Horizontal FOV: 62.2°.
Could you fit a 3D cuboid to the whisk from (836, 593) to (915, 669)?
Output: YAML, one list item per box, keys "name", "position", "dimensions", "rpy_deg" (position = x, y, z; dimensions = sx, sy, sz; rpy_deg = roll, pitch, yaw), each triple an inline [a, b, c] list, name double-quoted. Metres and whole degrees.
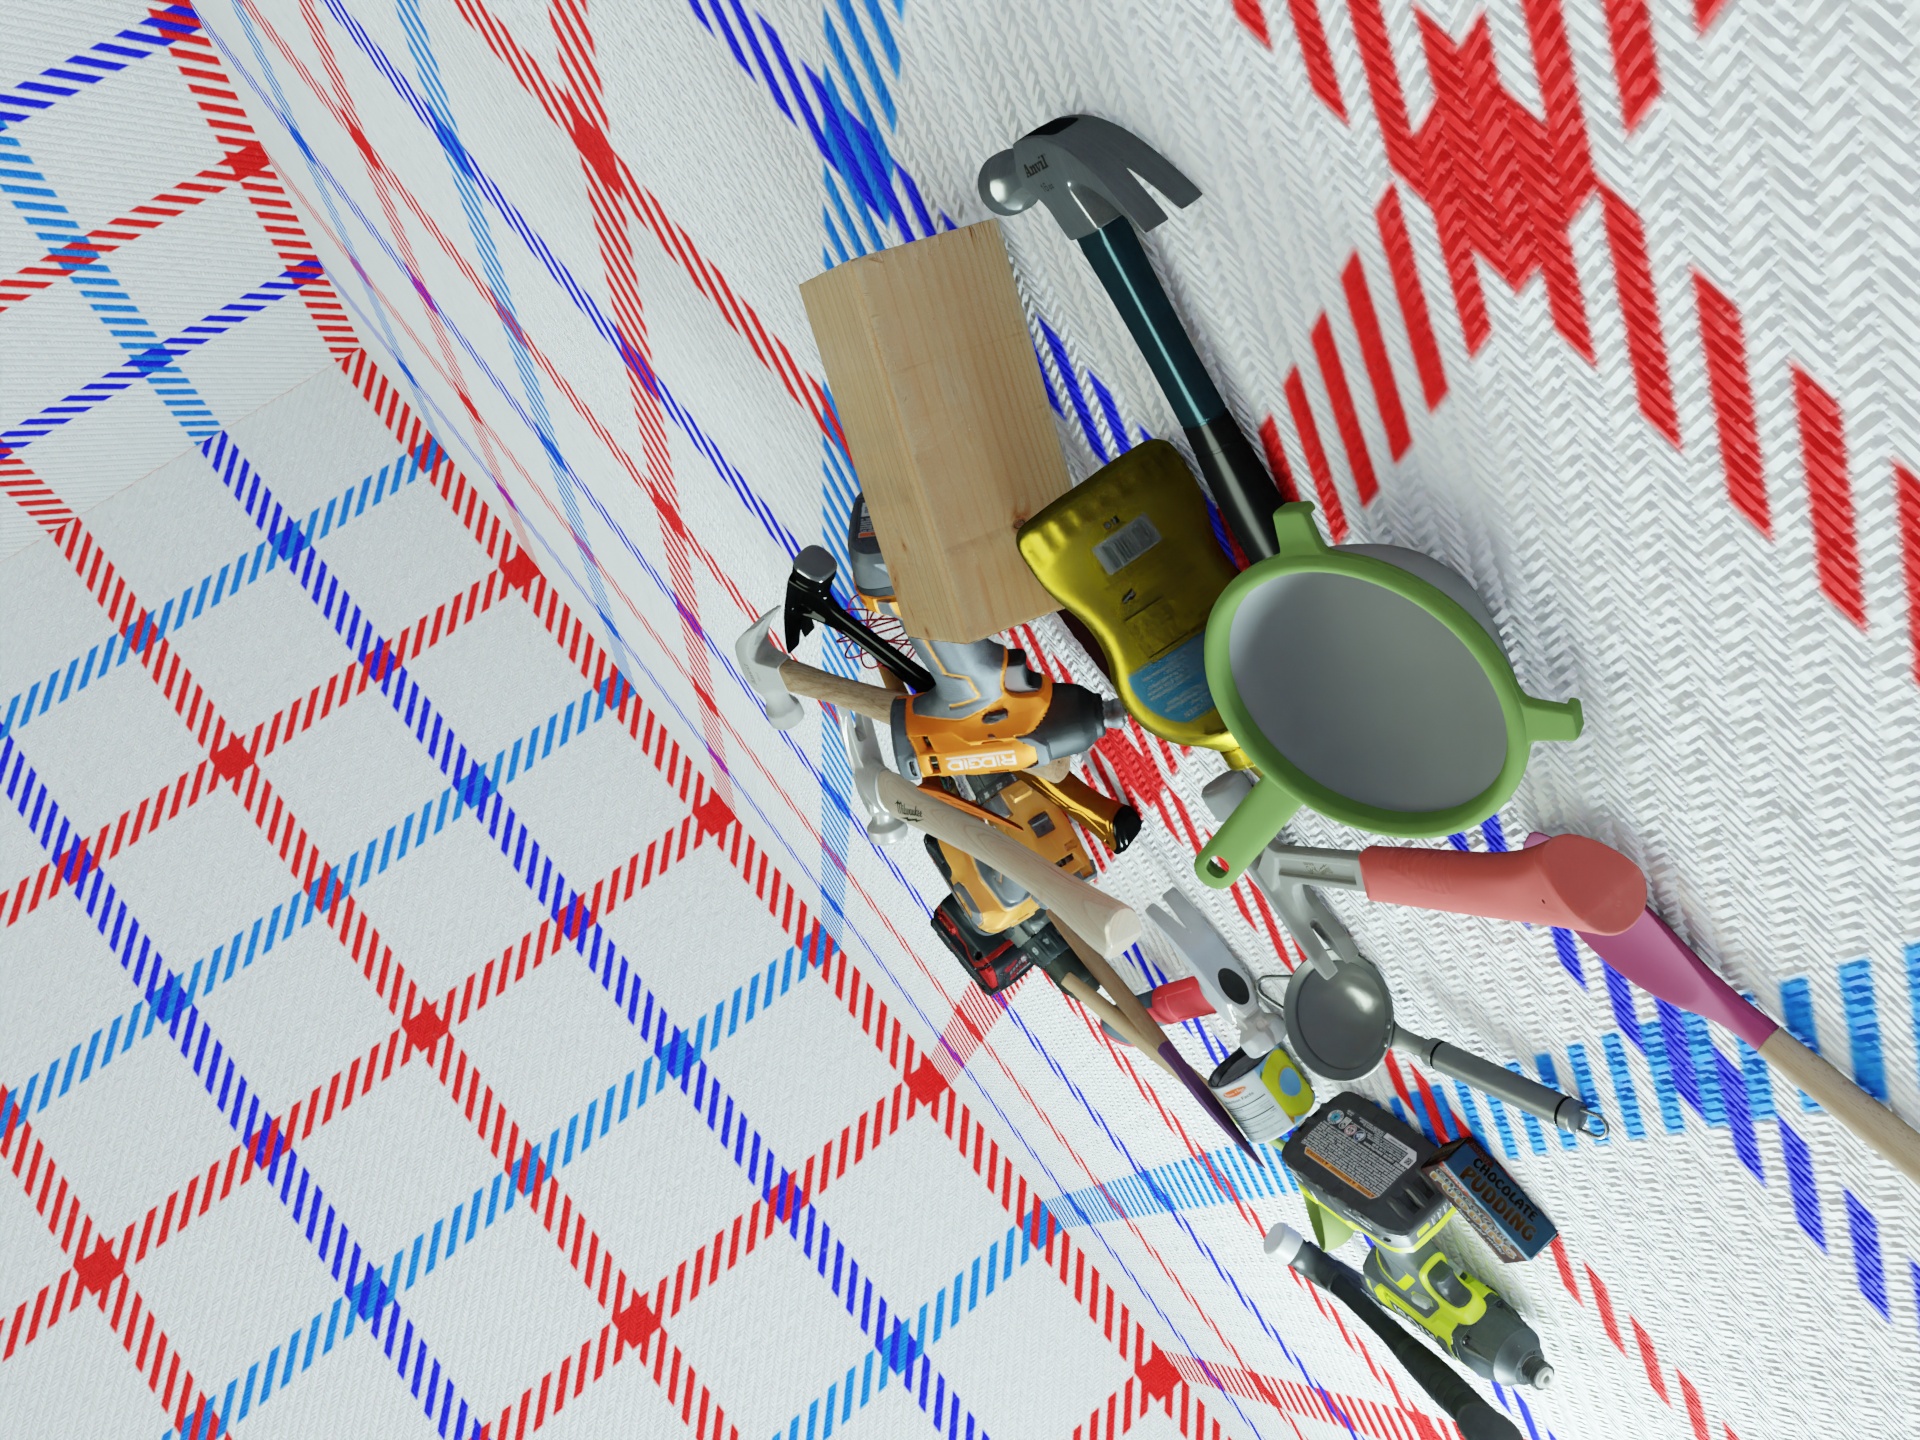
- name: "whisk"
  position: [-0.032, -0.081, 1.271]
  dimensions: [0.073, 0.073, 0.296]
  rpy_deg: [56, 158, -12]

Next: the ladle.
- name: "ladle"
  position: [0.208, 0.331, 1.369]
  dimensions: [0.320, 0.062, 0.078]
  rpy_deg: [38, 169, 13]

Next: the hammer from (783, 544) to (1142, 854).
- name: "hammer"
  position: [-0.002, -0.004, 1.250]
  dimensions: [0.337, 0.034, 0.127]
  rpy_deg: [37, 153, 10]

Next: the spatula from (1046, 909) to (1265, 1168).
- name: "spatula"
  position: [0.159, 0.261, 1.361]
  dimensions: [0.059, 0.018, 0.316]
  rpy_deg: [45, -177, -46]

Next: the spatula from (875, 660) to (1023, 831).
- name: "spatula"
  position: [-0.030, 0.008, 1.339]
  dimensions: [0.081, 0.041, 0.323]
  rpy_deg: [27, -161, -27]

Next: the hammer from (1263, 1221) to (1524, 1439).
- name: "hammer"
  position: [0.357, 0.500, 1.268]
  dimensions: [0.146, 0.035, 0.335]
  rpy_deg: [34, 176, -7]

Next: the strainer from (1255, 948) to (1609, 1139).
- name: "strainer"
  position: [0.290, 0.206, 0.989]
  dimensions: [0.259, 0.050, 0.087]
  rpy_deg: [19, 100, 55]

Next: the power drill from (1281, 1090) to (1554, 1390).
- name: "power drill"
  position: [0.344, 0.395, 1.186]
  dimensions: [0.223, 0.080, 0.171]
  rpy_deg: [56, 165, -26]

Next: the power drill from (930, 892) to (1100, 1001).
- name: "power drill"
  position: [0.057, 0.221, 1.636]
  dimensions: [0.188, 0.080, 0.226]
  rpy_deg: [50, 161, 9]

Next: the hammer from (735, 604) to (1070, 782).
- name: "hammer"
  position: [-0.054, -0.012, 1.236]
  dimensions: [0.331, 0.031, 0.129]
  rpy_deg: [17, 144, 38]

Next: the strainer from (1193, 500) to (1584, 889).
- name: "strainer"
  position: [0.177, 0.003, 0.751]
  dimensions: [0.151, 0.069, 0.256]
  rpy_deg: [39, 146, 9]

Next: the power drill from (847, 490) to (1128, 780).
- name: "power drill"
  position: [0.021, -0.053, 1.047]
  dimensions: [0.226, 0.164, 0.084]
  rpy_deg: [76, -169, -45]

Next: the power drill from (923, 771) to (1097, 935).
- name: "power drill"
  position: [0.030, 0.094, 1.427]
  dimensions: [0.185, 0.084, 0.226]
  rpy_deg: [58, 161, 9]

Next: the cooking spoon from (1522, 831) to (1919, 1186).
- name: "cooking spoon"
  position: [0.371, 0.156, 0.686]
  dimensions: [0.319, 0.017, 0.068]
  rpy_deg: [44, 163, 30]

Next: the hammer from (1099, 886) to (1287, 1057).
- name: "hammer"
  position: [0.172, 0.239, 1.406]
  dimensions: [0.143, 0.038, 0.386]
  rpy_deg: [52, 165, 6]

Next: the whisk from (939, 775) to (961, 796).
- name: "whisk"
  position: [-0.016, 0.053, 1.544]
  dimensions: [0.051, 0.047, 0.244]
  rpy_deg: [58, 173, 30]

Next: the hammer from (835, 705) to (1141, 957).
- name: "hammer"
  position: [0.012, 0.092, 1.323]
  dimensions: [0.411, 0.038, 0.146]
  rpy_deg: [25, 135, 55]

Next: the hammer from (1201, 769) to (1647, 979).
- name: "hammer"
  position: [0.243, 0.091, 0.854]
  dimensions: [0.149, 0.037, 0.359]
  rpy_deg: [55, 167, -6]

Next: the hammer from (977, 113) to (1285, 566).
- name: "hammer"
  position: [0.122, -0.132, 0.755]
  dimensions: [0.330, 0.033, 0.128]
  rpy_deg: [57, 165, -16]
